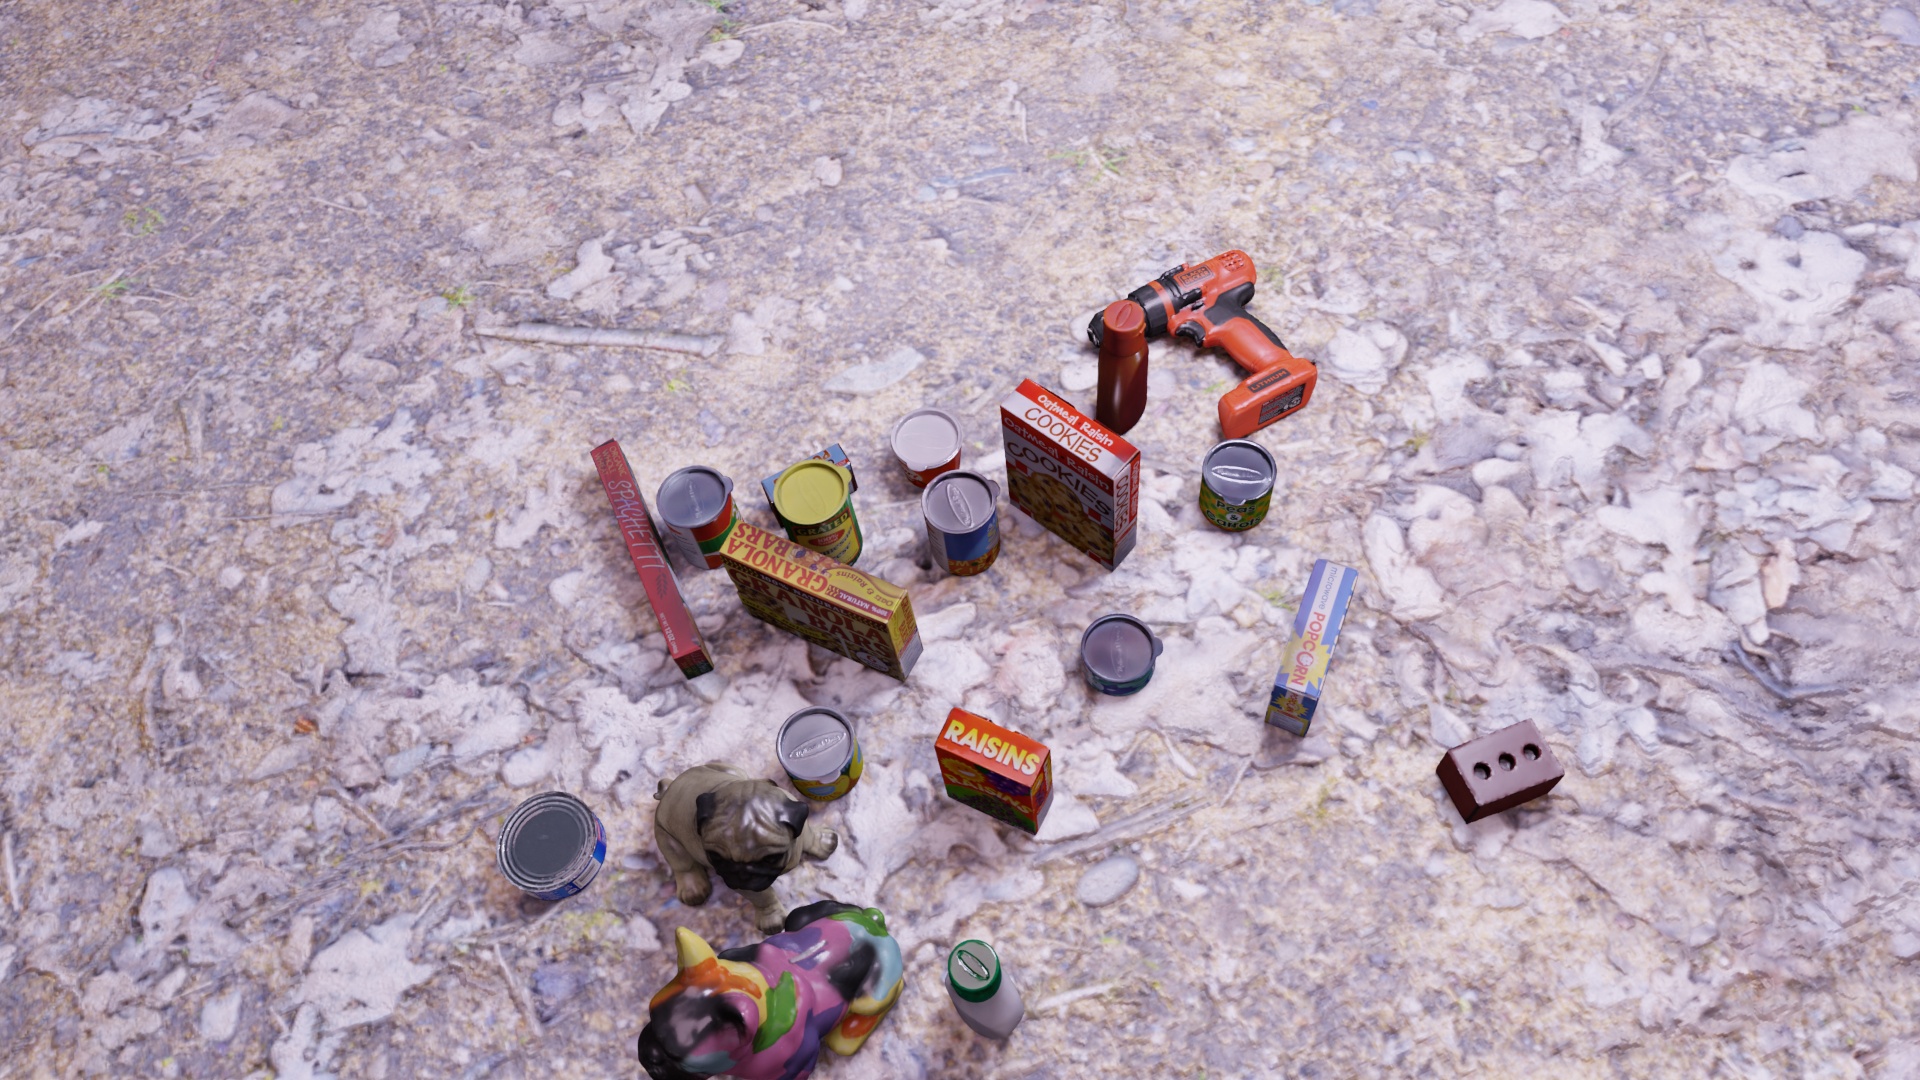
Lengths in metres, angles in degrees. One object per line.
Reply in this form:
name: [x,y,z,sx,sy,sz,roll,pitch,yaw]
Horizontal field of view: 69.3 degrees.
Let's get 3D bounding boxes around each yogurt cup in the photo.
yogurt cup: [-0.030,-0.085,1.314,0.072,0.053,0.073,-2,61,4]

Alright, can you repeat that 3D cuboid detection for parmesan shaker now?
parmesan shaker: [-0.124,-0.020,1.259,0.071,0.102,0.071,-2,61,4]

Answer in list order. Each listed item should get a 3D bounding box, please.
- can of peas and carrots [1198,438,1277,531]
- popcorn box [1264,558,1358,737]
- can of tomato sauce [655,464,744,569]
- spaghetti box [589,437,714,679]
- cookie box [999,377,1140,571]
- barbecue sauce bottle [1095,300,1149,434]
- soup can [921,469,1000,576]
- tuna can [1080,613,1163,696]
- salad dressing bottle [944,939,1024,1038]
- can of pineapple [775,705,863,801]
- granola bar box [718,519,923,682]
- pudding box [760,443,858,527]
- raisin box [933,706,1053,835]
can of peas and carrots: [0.251,-0.048,1.264,0.071,0.058,0.071,-2,61,4]
popcorn box: [0.295,0.090,1.168,0.038,0.085,0.127,18,64,15]
can of tomato sauce: [-0.235,-0.021,1.281,0.071,0.082,0.071,-2,61,4]
spaghetti box: [-0.287,0.014,1.285,0.029,0.050,0.251,-25,62,-8]
cookie box: [0.097,-0.056,1.221,0.123,0.166,0.040,35,70,22]
barbecue sauce bottle: [0.151,-0.163,1.287,0.044,0.148,0.065,23,66,17]
soup can: [0.004,-0.016,1.255,0.071,0.083,0.071,-2,61,4]
tuna can: [0.140,0.100,1.207,0.071,0.032,0.071,-2,61,4]
salad dressing bottle: [0.015,0.329,1.024,0.064,0.147,0.044,37,70,22]
can of pineapple: [-0.118,0.182,1.171,0.071,0.057,0.071,-2,61,4]
granola bar box: [-0.119,0.055,1.204,0.166,0.123,0.039,22,66,16]
pudding box: [-0.142,-0.052,1.309,0.084,0.049,0.030,-28,62,-10]
raisin box: [0.029,0.186,1.117,0.086,0.123,0.040,22,65,16]
